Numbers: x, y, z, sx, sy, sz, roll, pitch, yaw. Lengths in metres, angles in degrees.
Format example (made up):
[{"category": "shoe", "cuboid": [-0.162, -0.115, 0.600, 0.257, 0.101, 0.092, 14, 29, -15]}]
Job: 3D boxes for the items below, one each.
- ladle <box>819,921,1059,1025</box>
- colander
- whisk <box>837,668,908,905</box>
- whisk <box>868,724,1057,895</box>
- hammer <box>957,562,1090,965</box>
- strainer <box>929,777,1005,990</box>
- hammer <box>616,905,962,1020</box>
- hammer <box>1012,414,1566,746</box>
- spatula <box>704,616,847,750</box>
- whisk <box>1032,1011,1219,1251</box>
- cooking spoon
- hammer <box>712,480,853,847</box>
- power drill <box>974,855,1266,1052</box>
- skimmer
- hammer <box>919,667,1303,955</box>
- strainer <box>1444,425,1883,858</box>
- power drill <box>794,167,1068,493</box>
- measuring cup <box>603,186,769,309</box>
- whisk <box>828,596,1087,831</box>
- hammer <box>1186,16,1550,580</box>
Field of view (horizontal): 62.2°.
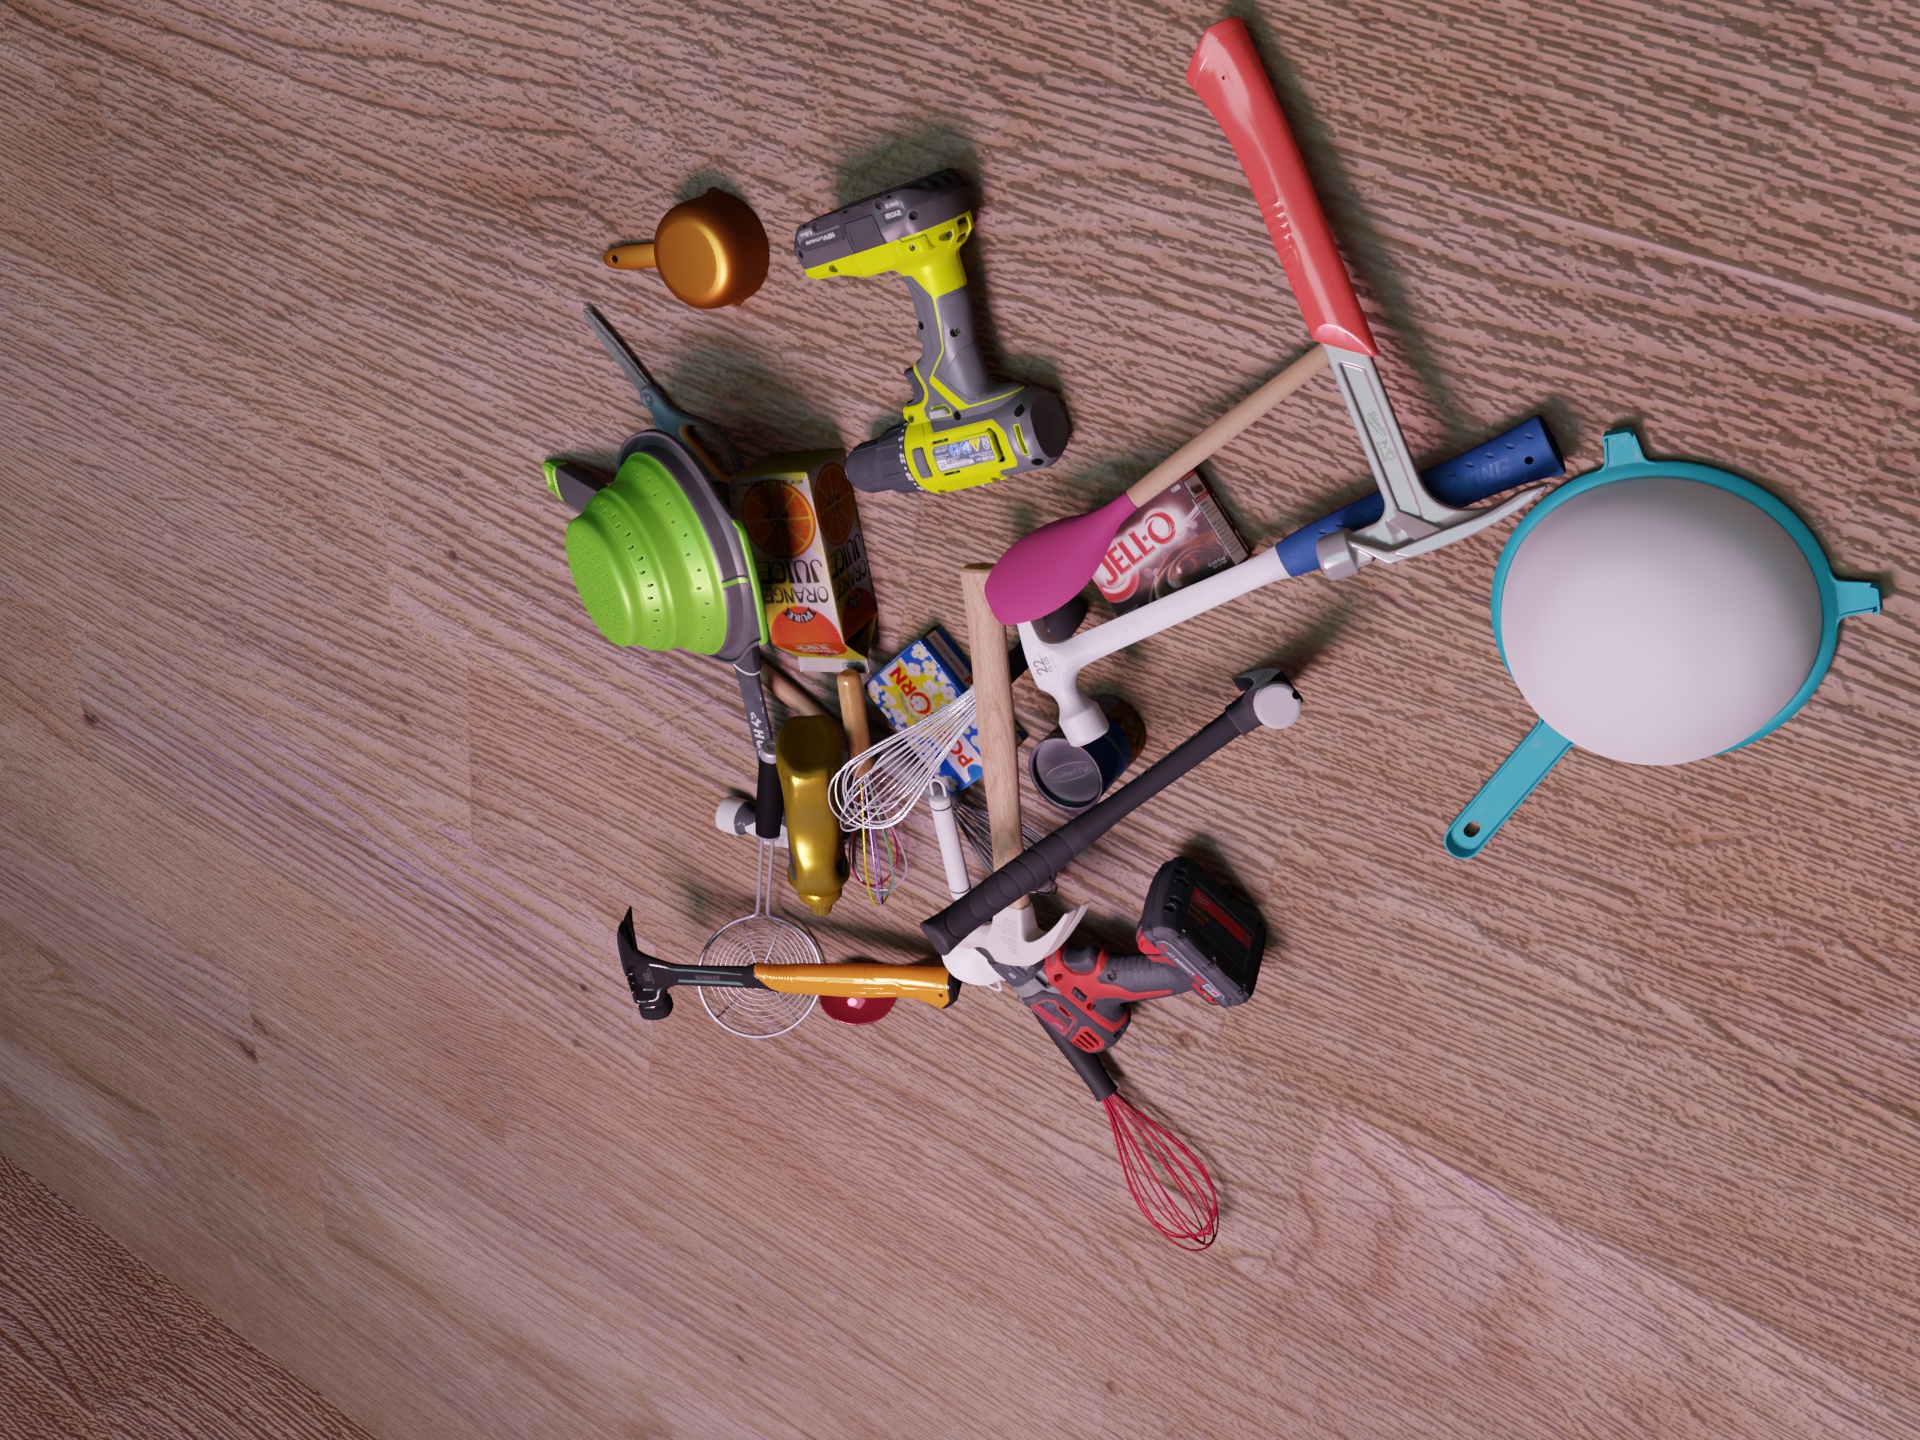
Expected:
[{"category": "ladle", "cuboid": [-0.018, 0.236, 1.522, 0.315, 0.031, 0.069, -24, 111, 38]}, {"category": "colander", "cuboid": [-0.305, -0.153, 1.355, 0.397, 0.094, 0.204, 30, 137, 48]}, {"category": "whisk", "cuboid": [-0.084, 0.062, 1.425, 0.051, 0.047, 0.244, 28, 135, 45]}, {"category": "whisk", "cuboid": [-0.007, 0.077, 1.412, 0.239, 0.055, 0.055, 38, 130, 15]}, {"category": "hammer", "cuboid": [0.034, 0.040, 1.259, 0.130, 0.031, 0.331, 8, 111, 38]}, {"category": "strainer", "cuboid": [0.000, 0.157, 1.410, 0.087, 0.050, 0.258, 8, 126, 30]}, {"category": "hammer", "cuboid": [-0.165, 0.240, 1.523, 0.337, 0.034, 0.127, 0, 124, 14]}, {"category": "hammer", "cuboid": [0.215, -0.113, 1.117, 0.405, 0.035, 0.144, -24, 99, 30]}, {"category": "spatula", "cuboid": [-0.212, -0.054, 1.476, 0.317, 0.044, 0.082, 38, 155, 8]}, {"category": "whisk", "cuboid": [0.146, 0.360, 1.464, 0.073, 0.073, 0.296, -35, 89, 41]}, {"category": "cooking spoon", "cuboid": [0.141, -0.172, 1.119, 0.319, 0.017, 0.069, -36, 59, 21]}, {"category": "hammer", "cuboid": [-0.186, -0.034, 1.426, 0.149, 0.036, 0.408, 15, 134, 24]}, {"category": "power drill", "cuboid": [0.121, 0.192, 1.344, 0.187, 0.080, 0.226, 42, 136, -19]}, {"category": "skimmer", "cuboid": [-0.187, 0.169, 1.521, 0.127, 0.090, 0.363, 4, 136, -6]}, {"category": "hammer", "cuboid": [0.107, 0.070, 1.184, 0.335, 0.146, 0.035, -37, 92, 10]}, {"category": "strainer", "cuboid": [0.412, -0.007, 1.050, 0.211, 0.095, 0.340, 37, 129, 11]}, {"category": "power drill", "cuboid": [-0.037, -0.281, 1.209, 0.190, 0.080, 0.228, -6, 115, 36]}, {"category": "measuring cup", "cuboid": [-0.241, -0.379, 1.302, 0.174, 0.052, 0.095, 4, 118, 30]}, {"category": "whisk", "cuboid": [-0.002, -0.004, 1.306, 0.284, 0.070, 0.070, -42, 89, 18]}, {"category": "hammer", "cuboid": [0.241, -0.277, 1.016, 0.149, 0.037, 0.359, -21, 94, 28]}]
